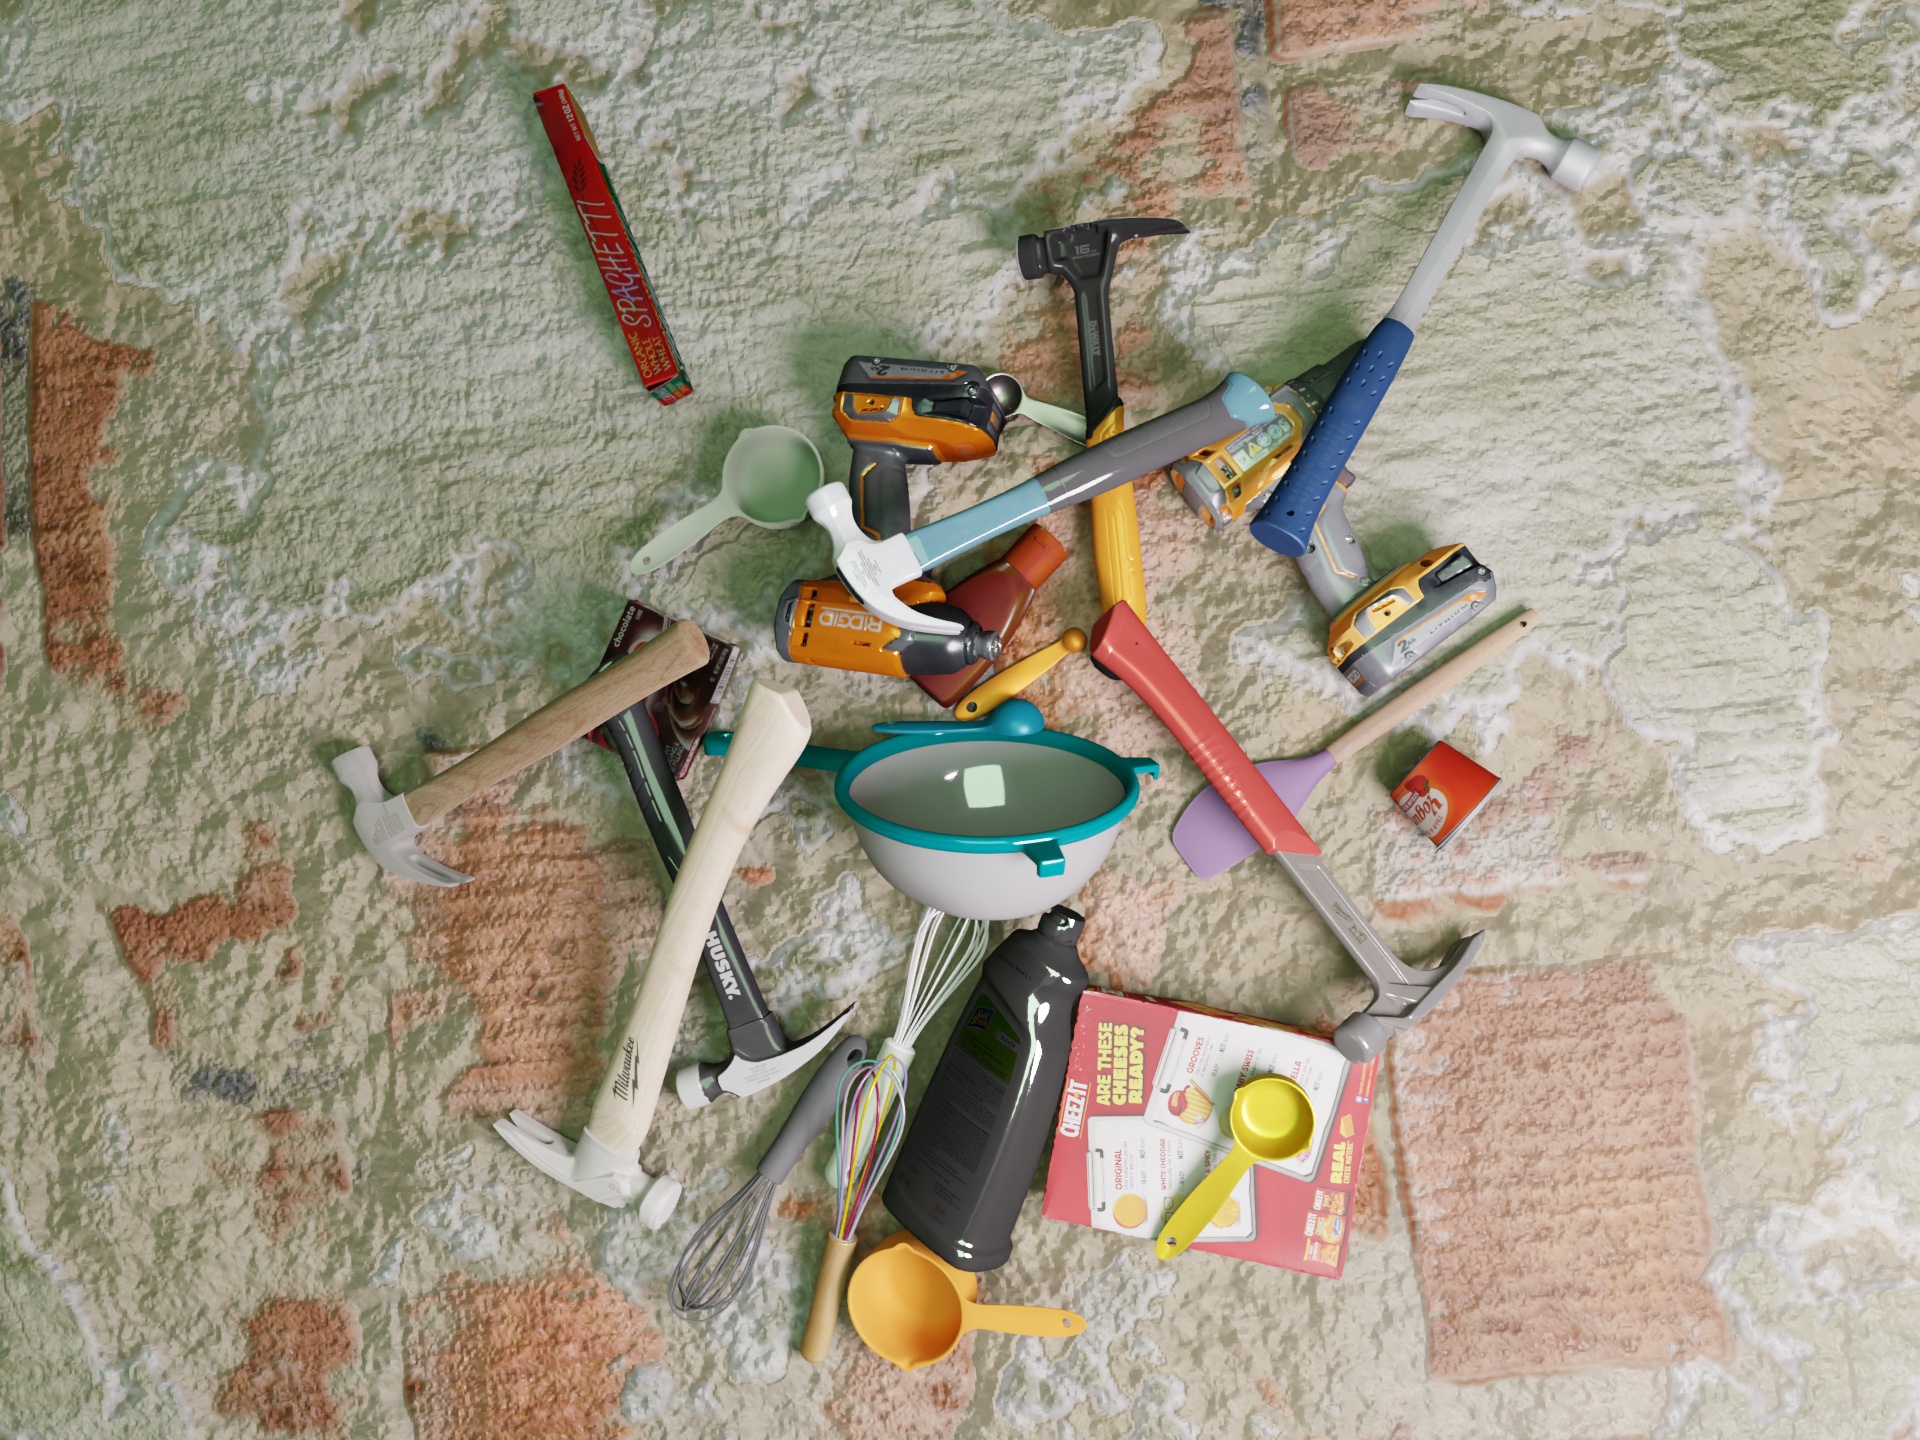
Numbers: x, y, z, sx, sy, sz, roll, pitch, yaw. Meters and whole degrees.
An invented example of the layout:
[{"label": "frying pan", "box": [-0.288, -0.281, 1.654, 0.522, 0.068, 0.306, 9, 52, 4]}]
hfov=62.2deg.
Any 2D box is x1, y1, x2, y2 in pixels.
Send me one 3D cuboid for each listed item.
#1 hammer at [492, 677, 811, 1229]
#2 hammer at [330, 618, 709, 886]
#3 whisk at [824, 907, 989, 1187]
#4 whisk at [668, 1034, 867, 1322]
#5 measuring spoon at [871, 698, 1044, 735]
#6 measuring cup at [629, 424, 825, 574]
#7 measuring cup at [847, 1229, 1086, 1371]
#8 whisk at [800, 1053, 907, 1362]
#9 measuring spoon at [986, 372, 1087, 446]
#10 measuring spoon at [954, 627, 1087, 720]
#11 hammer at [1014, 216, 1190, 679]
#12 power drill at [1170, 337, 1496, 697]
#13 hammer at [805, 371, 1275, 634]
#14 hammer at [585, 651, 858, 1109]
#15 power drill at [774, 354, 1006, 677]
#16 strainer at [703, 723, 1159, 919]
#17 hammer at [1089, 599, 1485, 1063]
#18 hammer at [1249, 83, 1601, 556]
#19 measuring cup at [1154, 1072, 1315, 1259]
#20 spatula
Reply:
[{"label": "hammer", "box": [-0.208, 0.157, 1.129, 0.146, 0.038, 0.410, 25, 104, 12]}, {"label": "hammer", "box": [-0.315, 0.019, 1.154, 0.331, 0.031, 0.130, -28, 87, 22]}, {"label": "whisk", "box": [-0.042, 0.232, 1.172, 0.059, 0.057, 0.246, 26, 91, 39]}, {"label": "whisk", "box": [-0.137, 0.335, 1.169, 0.055, 0.055, 0.239, 33, 84, 5]}, {"label": "measuring spoon", "box": [-0.002, -0.004, 1.176, 0.128, 0.042, 0.021, -2, 111, -2]}, {"label": "measuring cup", "box": [-0.177, -0.158, 1.207, 0.167, 0.038, 0.083, -33, 85, 3]}, {"label": "measuring cup", "box": [0.009, 0.412, 1.133, 0.173, 0.052, 0.095, 0, 96, 16]}, {"label": "whisk", "box": [-0.082, 0.352, 1.144, 0.051, 0.047, 0.245, 12, 101, -12]}, {"label": "measuring spoon", "box": [0.072, -0.228, 1.210, 0.124, 0.018, 0.034, 23, 90, -2]}, {"label": "measuring spoon", "box": [0.045, -0.034, 1.197, 0.117, 0.011, 0.021, -33, 85, 1]}, {"label": "hammer", "box": [0.116, -0.198, 1.173, 0.127, 0.034, 0.337, -4, 92, 19]}, {"label": "power drill", "box": [0.291, -0.155, 1.160, 0.185, 0.084, 0.226, -37, 81, -1]}, {"label": "hammer", "box": [0.068, -0.163, 1.105, 0.331, 0.033, 0.128, -25, 89, -10]}, {"label": "hammer", "box": [-0.193, 0.109, 1.164, 0.146, 0.035, 0.335, -21, 92, 10]}, {"label": "power drill", "box": [-0.034, -0.141, 1.153, 0.164, 0.084, 0.226, 9, 80, 17]}, {"label": "strainer", "box": [-0.039, 0.072, 1.143, 0.340, 0.211, 0.095, 8, 112, 25]}, {"label": "hammer", "box": [0.220, 0.060, 1.133, 0.149, 0.036, 0.359, -34, 84, -31]}, {"label": "hammer", "box": [0.313, -0.292, 1.142, 0.144, 0.035, 0.405, 30, 74, 6]}, {"label": "measuring cup", "box": [0.184, 0.307, 1.092, 0.062, 0.029, 0.156, 37, 101, 7]}, {"label": "spatula", "box": [0.293, 0.010, 1.176, 0.316, 0.018, 0.060, -34, 84, 2]}]
